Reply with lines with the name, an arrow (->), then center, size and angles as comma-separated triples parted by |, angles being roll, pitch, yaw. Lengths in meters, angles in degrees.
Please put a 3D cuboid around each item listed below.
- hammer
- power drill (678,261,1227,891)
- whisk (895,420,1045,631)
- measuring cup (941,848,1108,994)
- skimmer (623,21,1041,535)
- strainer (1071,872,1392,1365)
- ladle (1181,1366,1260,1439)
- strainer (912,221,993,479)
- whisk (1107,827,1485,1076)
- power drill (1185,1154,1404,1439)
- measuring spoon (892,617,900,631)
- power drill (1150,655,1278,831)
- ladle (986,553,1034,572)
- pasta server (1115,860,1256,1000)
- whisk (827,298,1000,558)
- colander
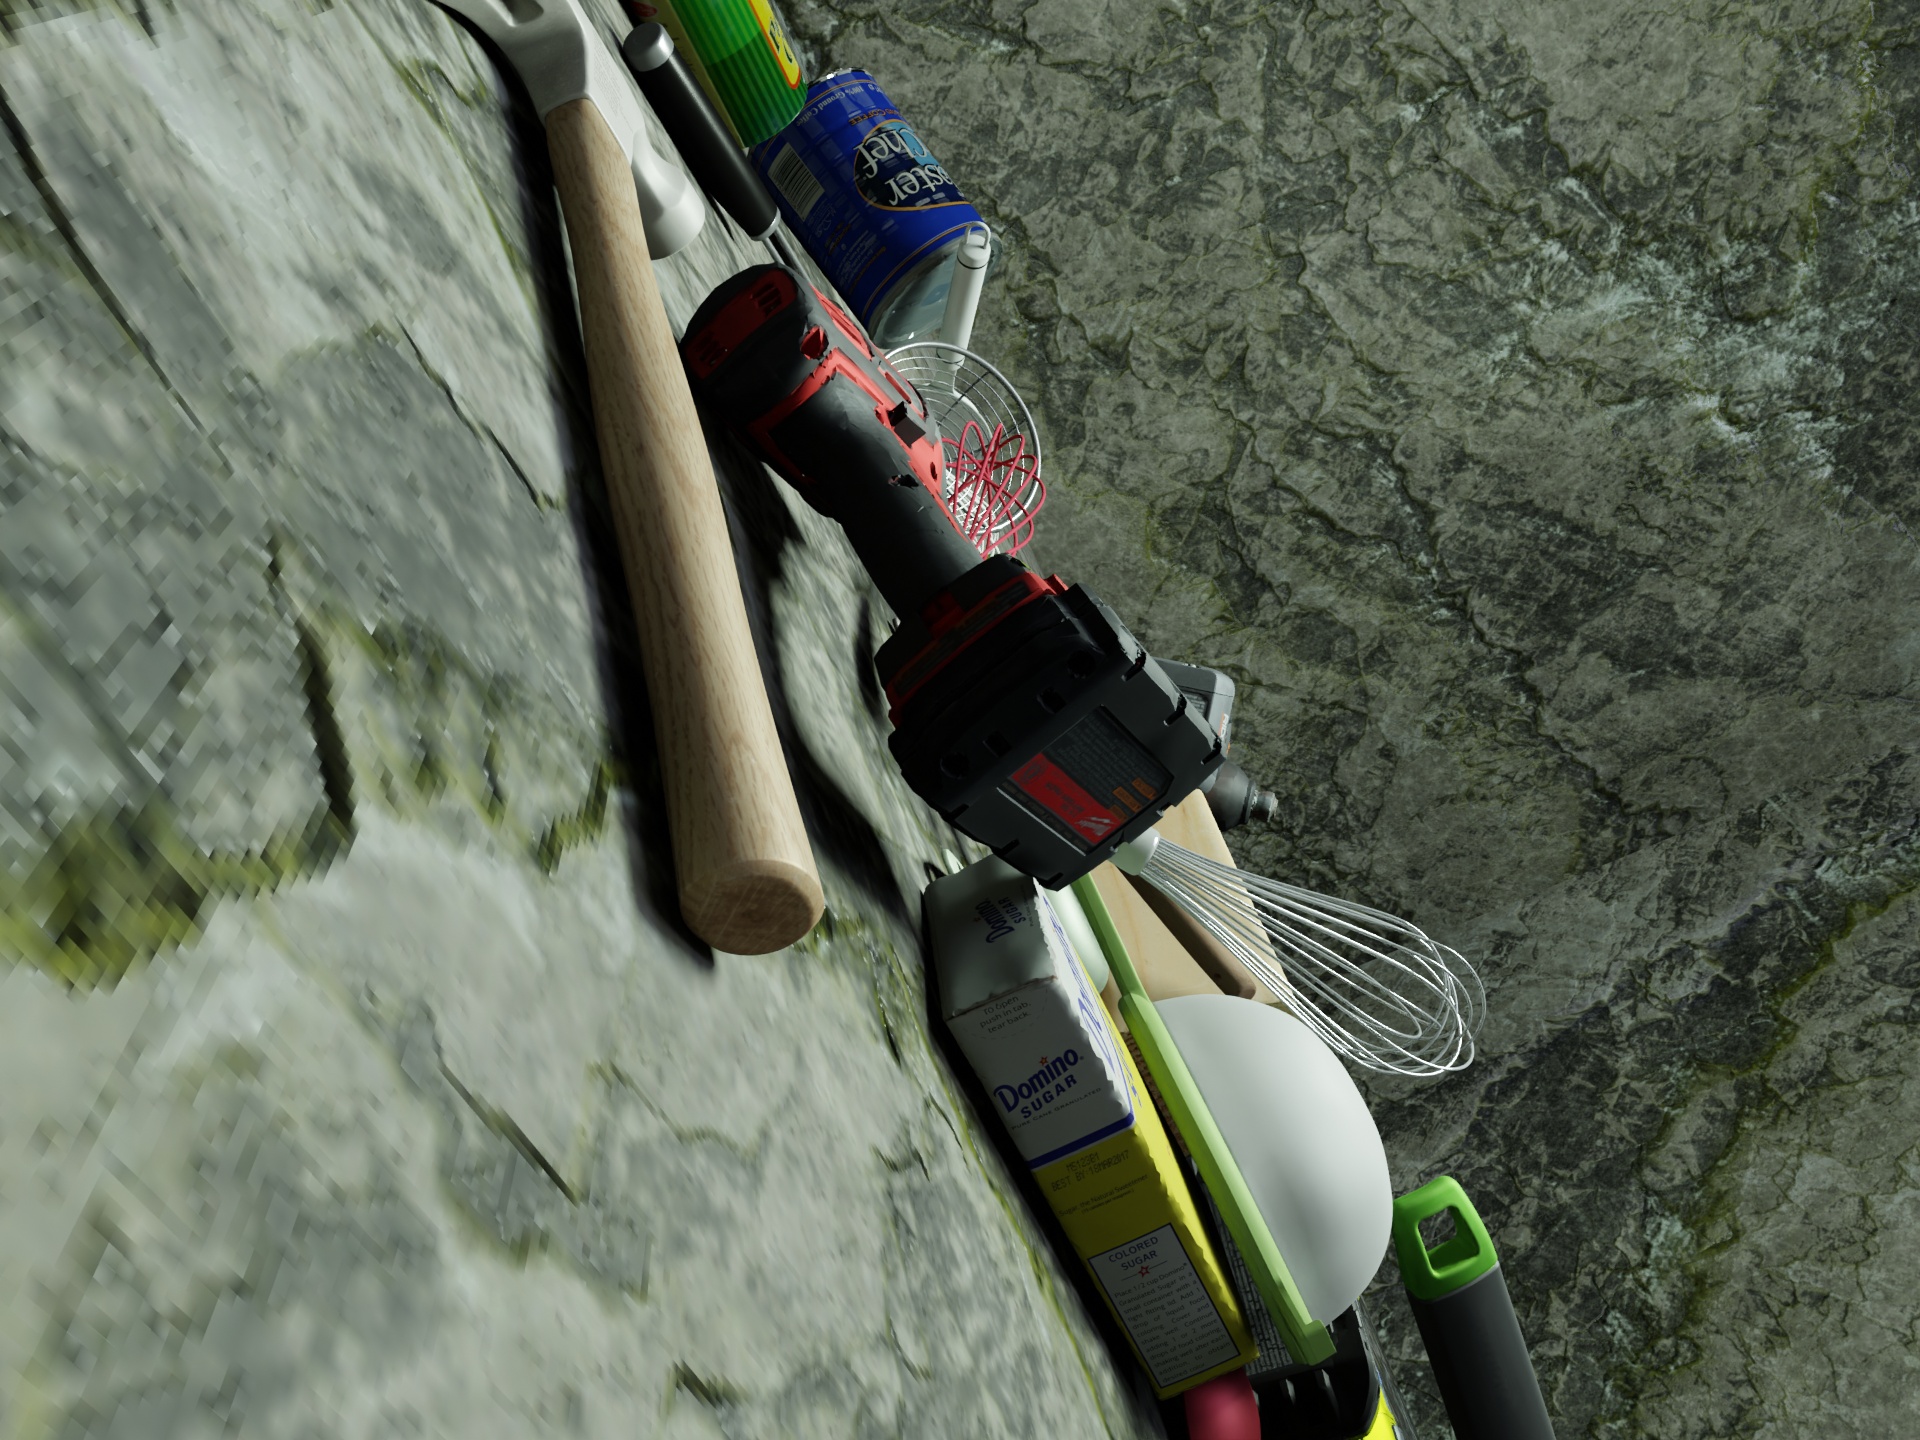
hammer -> -0.084, -0.089, 0.412 | 0.129, 0.031, 0.332 | 57, 11, -53
power drill -> -0.007, -0.054, 0.555 | 0.220, 0.078, 0.143 | 56, 10, 33
whisk -> -0.001, -0.079, 0.753 | 0.296, 0.073, 0.073 | -76, 143, -62
measuring cup -> 0.028, 0.076, 0.665 | 0.167, 0.038, 0.083 | 56, 12, -65
skimmer -> -0.055, -0.231, 0.868 | 0.362, 0.090, 0.127 | 52, 48, -55
strainer -> 0.101, 0.116, 0.628 | 0.151, 0.069, 0.256 | 61, 4, -74
ladle -> 0.069, 0.182, 0.691 | 0.316, 0.031, 0.069 | -109, 175, -46
strainer -> -0.006, -0.233, 1.032 | 0.258, 0.087, 0.050 | 110, 1, -64
whisk -> 0.103, 0.071, 0.698 | 0.284, 0.070, 0.070 | 31, 8, 0
power drill -> 0.166, 0.317, 0.751 | 0.228, 0.080, 0.191 | 62, 13, -45
measuring spoon -> -0.001, -0.003, 0.801 | 0.034, 0.018, 0.124 | -100, 164, -63
power drill -> 0.126, 0.024, 1.030 | 0.226, 0.164, 0.084 | 59, 45, -74
ladle -> 0.025, -0.038, 1.079 | 0.320, 0.062, 0.078 | -81, 150, -65
pasta server -> 0.068, 0.036, 0.837 | 0.317, 0.040, 0.060 | -128, -146, -46
whisk -> -0.035, -0.179, 1.055 | 0.058, 0.059, 0.246 | 21, -25, 43
colander -> 0.236, 0.358, 0.678 | 0.094, 0.204, 0.397 | -157, -135, -74
